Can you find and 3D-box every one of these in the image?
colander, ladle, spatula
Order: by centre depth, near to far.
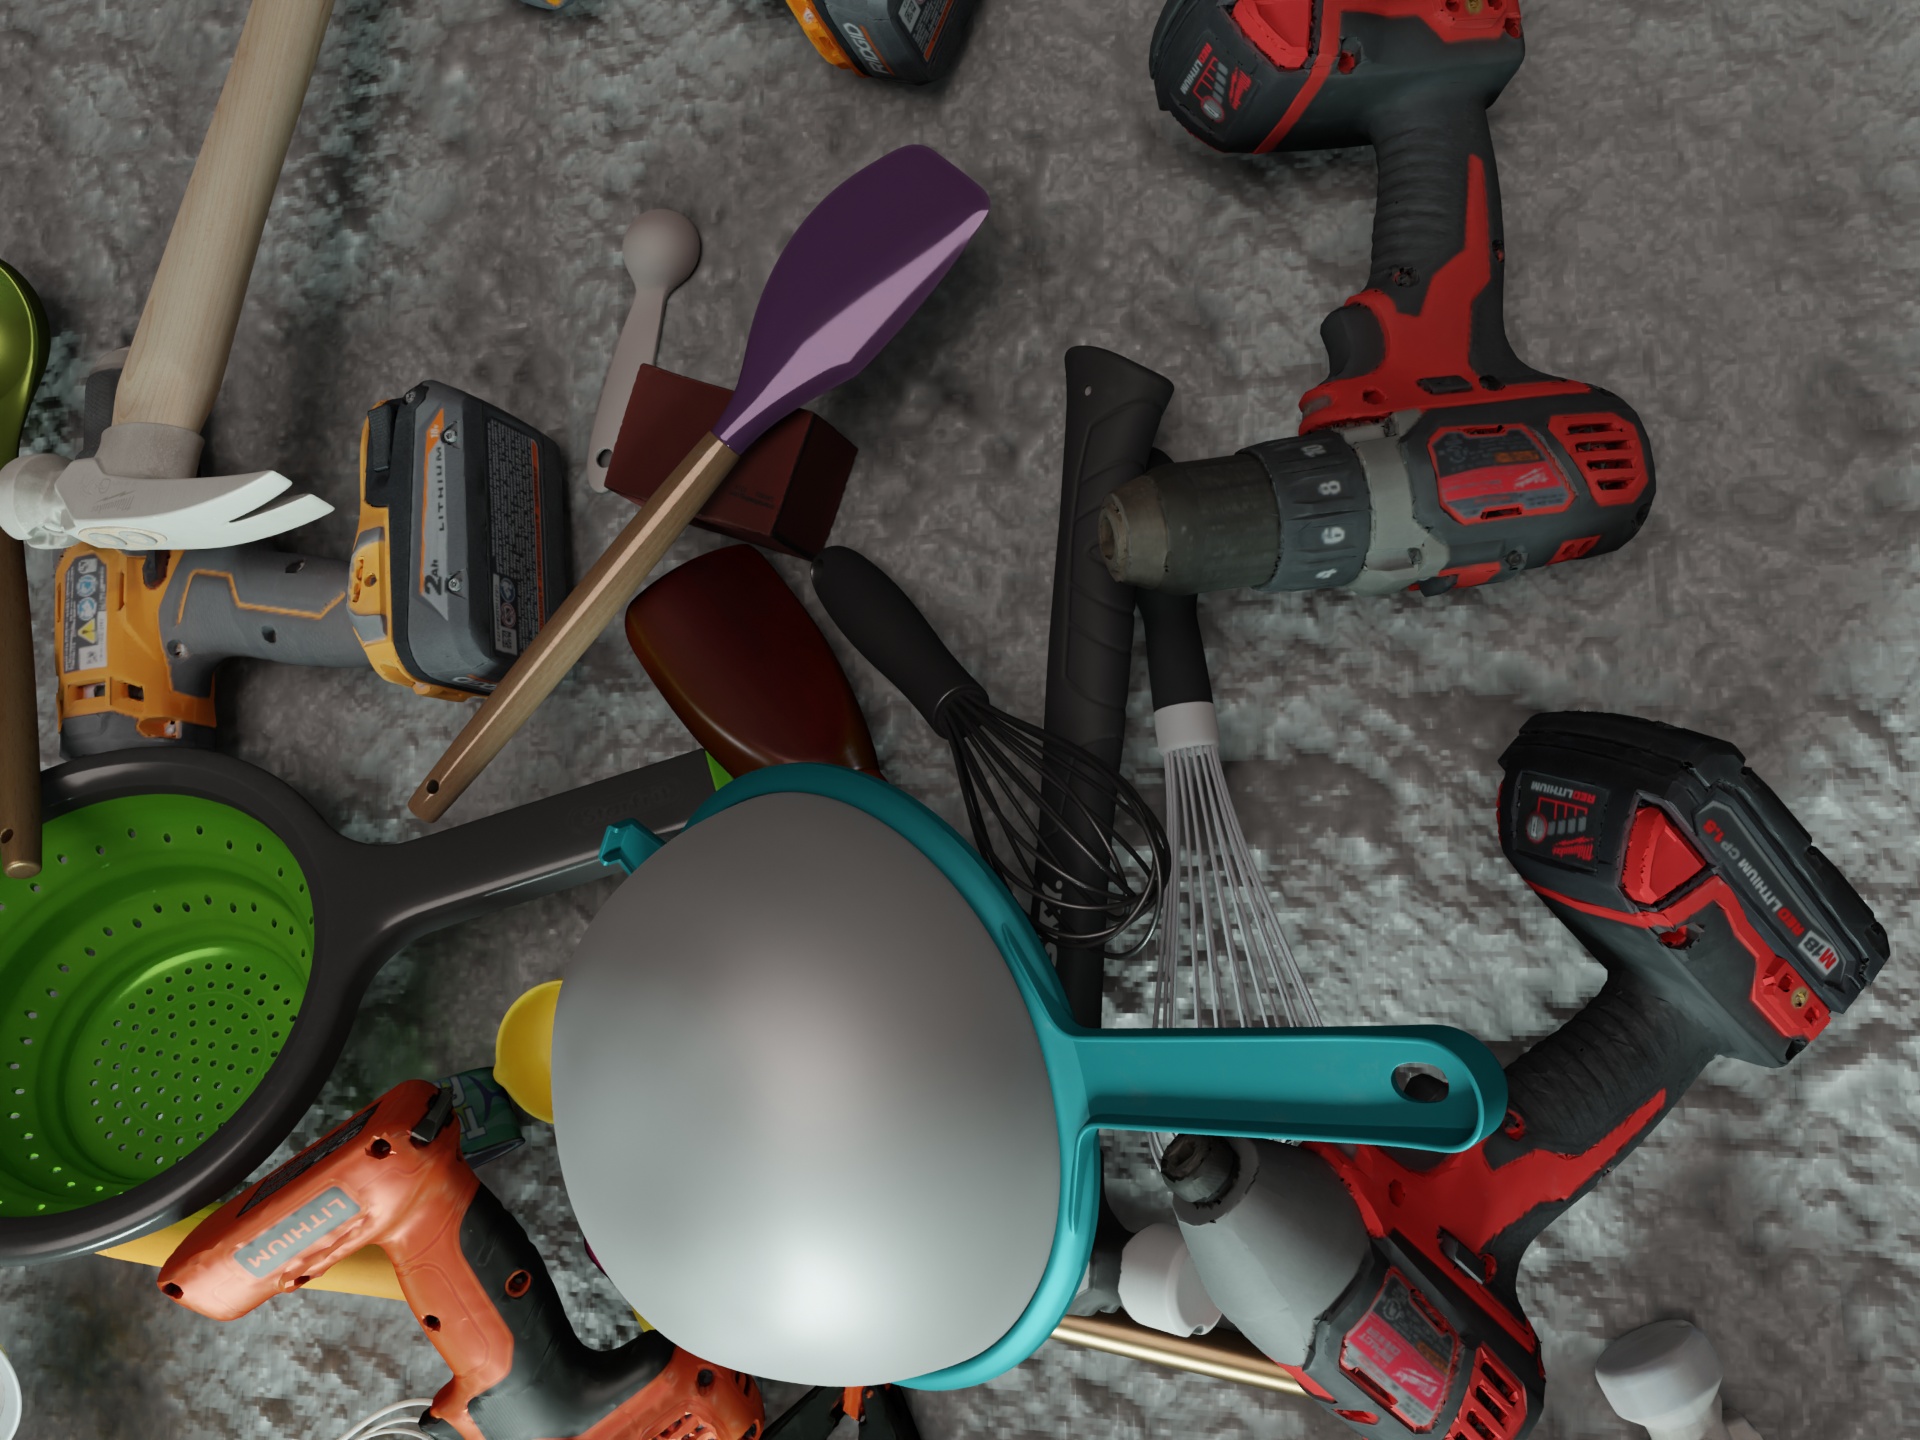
[{"bbox_3d":[-0.106,-0.086,0.597,0.060,0.018,0.316,41,94,16],"label":"spatula"},{"bbox_3d":[-0.247,0.095,0.638,0.397,0.094,0.205,-17,59,-6],"label":"colander"},{"bbox_3d":[-0.415,-0.076,0.671,0.078,0.062,0.320,-28,61,10],"label":"ladle"}]

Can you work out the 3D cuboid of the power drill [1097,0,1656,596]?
[{"bbox_3d":[0.124,-0.150,0.542,0.188,0.080,0.227,-9,83,-12],"label":"power drill"}]

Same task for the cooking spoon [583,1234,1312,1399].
[{"bbox_3d":[0.010,0.211,0.581,0.319,0.017,0.069,9,90,12],"label":"cooking spoon"}]

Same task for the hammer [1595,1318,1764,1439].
[{"bbox_3d":[0.103,0.349,0.523,0.386,0.038,0.143,-28,79,5],"label":"hammer"}]

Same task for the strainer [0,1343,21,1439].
[{"bbox_3d":[-0.367,0.309,0.634,0.087,0.050,0.258,-34,99,12],"label":"strainer"}]

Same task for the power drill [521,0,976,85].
[{"bbox_3d":[-0.091,-0.361,0.648,0.226,0.084,0.164,22,89,20],"label":"power drill"}]

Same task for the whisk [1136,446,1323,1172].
[{"bbox_3d":[0.085,0.035,0.571,0.070,0.070,0.285,-10,76,13],"label":"whisk"}]

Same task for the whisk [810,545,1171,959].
[{"bbox_3d":[0.000,-0.001,0.555,0.055,0.055,0.239,-47,43,6],"label":"whisk"}]

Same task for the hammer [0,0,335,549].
[{"bbox_3d":[-0.284,-0.264,0.666,0.146,0.038,0.411,1,72,23],"label":"hammer"}]

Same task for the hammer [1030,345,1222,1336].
[{"bbox_3d":[0.038,0.029,0.562,0.146,0.035,0.335,-4,78,47],"label":"hammer"}]

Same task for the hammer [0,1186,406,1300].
[{"bbox_3d":[-0.350,0.203,0.642,0.337,0.127,0.034,4,91,9],"label":"hammer"}]

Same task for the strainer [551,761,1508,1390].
[{"bbox_3d":[-0.021,0.114,0.453,0.340,0.095,0.211,-12,91,45],"label":"strainer"}]

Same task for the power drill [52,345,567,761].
[{"bbox_3d":[-0.283,-0.082,0.669,0.226,0.084,0.185,-8,80,18],"label":"power drill"}]

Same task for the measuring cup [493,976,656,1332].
[{"bbox_3d":[-0.136,0.175,0.632,0.062,0.029,0.156,-19,91,6],"label":"measuring cup"}]

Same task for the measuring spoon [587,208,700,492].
[{"bbox_3d":[-0.139,-0.157,0.668,0.034,0.018,0.124,13,88,15],"label":"measuring spoon"}]

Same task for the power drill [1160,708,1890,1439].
[{"bbox_3d":[0.164,0.109,0.484,0.143,0.078,0.220,43,82,-18],"label":"power drill"}]

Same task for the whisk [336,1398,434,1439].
[{"bbox_3d":[-0.298,0.334,0.612,0.246,0.057,0.059,-25,67,-4],"label":"whisk"}]
